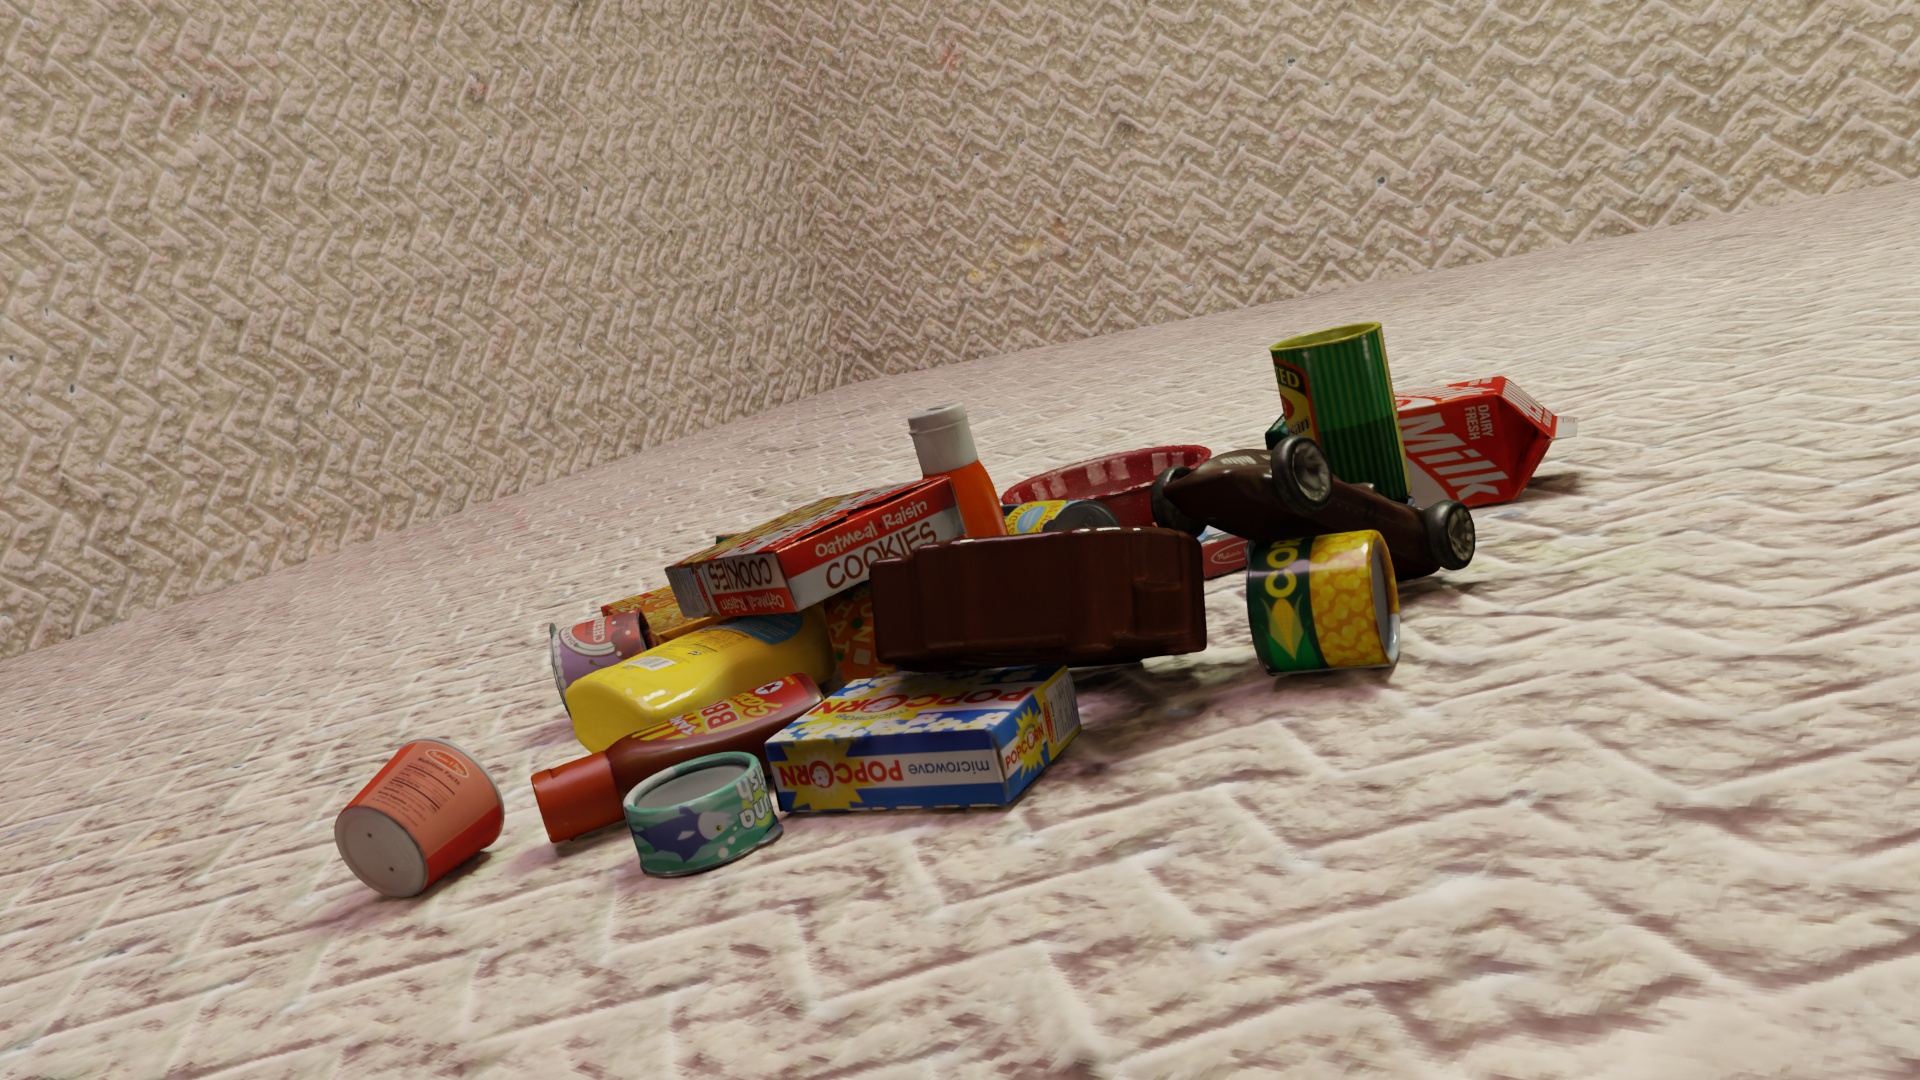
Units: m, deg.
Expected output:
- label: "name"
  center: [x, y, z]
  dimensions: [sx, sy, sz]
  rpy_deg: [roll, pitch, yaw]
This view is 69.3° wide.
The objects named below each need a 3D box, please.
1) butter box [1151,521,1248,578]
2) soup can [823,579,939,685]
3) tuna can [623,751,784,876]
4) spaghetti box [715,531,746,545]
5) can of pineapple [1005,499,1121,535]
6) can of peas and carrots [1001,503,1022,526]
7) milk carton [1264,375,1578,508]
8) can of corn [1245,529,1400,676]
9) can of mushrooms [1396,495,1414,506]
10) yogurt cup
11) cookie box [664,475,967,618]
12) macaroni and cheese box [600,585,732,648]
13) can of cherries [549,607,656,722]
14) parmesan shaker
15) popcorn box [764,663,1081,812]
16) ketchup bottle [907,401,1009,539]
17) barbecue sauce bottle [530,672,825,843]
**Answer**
- label: "butter box"
  center: [0.169, 0.000, 0.932]
  dimensions: [0.053, 0.024, 0.103]
  rpy_deg: [-15, 11, -8]
- label: "soup can"
  center: [-0.032, 0.047, 0.817]
  dimensions: [0.084, 0.071, 0.071]
  rpy_deg: [-17, 11, 2]
- label: "tuna can"
  center: [-0.119, 0.125, 0.644]
  dimensions: [0.071, 0.032, 0.071]
  rpy_deg: [-14, 11, 3]
- label: "spaghetti box"
  center: [-0.092, -0.005, 1.153]
  dimensions: [0.050, 0.028, 0.251]
  rpy_deg: [0, 7, 42]
- label: "can of pineapple"
  center: [0.065, 0.005, 0.920]
  dimensions: [0.071, 0.071, 0.058]
  rpy_deg: [-21, 12, -31]
- label: "can of peas and carrots"
  center: [0.022, 0.011, 0.968]
  dimensions: [0.071, 0.058, 0.071]
  rpy_deg: [-14, 11, 3]
- label: "milk carton"
  center: [0.310, -0.061, 0.928]
  dimensions: [0.190, 0.073, 0.072]
  rpy_deg: [-8, 12, 26]
- label: "can of corn"
  center: [0.173, 0.028, 0.664]
  dimensions: [0.058, 0.071, 0.071]
  rpy_deg: [-8, 12, 27]
- label: "can of mushrooms"
  center: [0.240, -0.004, 0.836]
  dimensions: [0.071, 0.033, 0.071]
  rpy_deg: [-14, 11, 3]
- label: "yogurt cup"
  center: [-0.270, 0.140, 0.690]
  dimensions: [0.072, 0.072, 0.054]
  rpy_deg: [-9, 20, 25]
- label: "cookie box"
  center: [-0.092, 0.005, 0.851]
  dimensions: [0.123, 0.040, 0.167]
  rpy_deg: [-26, 10, -32]
- label: "macaroni and cheese box"
  center: [-0.190, 0.059, 1.047]
  dimensions: [0.124, 0.040, 0.166]
  rpy_deg: [-18, 12, -26]
- label: "can of cherries"
  center: [-0.231, 0.081, 0.911]
  dimensions: [0.058, 0.071, 0.071]
  rpy_deg: [-15, 11, -5]
- label: "parmesan shaker"
  center: [0.228, -0.072, 0.830]
  dimensions: [0.071, 0.103, 0.071]
  rpy_deg: [-14, 11, 3]
- label: "popcorn box"
  center: [-0.017, 0.094, 0.659]
  dimensions: [0.126, 0.038, 0.085]
  rpy_deg: [-8, 12, 30]
- label: "ketchup bottle"
  center: [0.003, -0.011, 0.869]
  dimensions: [0.044, 0.148, 0.064]
  rpy_deg: [-20, 12, -24]
- label: "barbecue sauce bottle"
  center: [-0.141, 0.112, 0.712]
  dimensions: [0.149, 0.043, 0.065]
  rpy_deg: [-18, 13, -18]
